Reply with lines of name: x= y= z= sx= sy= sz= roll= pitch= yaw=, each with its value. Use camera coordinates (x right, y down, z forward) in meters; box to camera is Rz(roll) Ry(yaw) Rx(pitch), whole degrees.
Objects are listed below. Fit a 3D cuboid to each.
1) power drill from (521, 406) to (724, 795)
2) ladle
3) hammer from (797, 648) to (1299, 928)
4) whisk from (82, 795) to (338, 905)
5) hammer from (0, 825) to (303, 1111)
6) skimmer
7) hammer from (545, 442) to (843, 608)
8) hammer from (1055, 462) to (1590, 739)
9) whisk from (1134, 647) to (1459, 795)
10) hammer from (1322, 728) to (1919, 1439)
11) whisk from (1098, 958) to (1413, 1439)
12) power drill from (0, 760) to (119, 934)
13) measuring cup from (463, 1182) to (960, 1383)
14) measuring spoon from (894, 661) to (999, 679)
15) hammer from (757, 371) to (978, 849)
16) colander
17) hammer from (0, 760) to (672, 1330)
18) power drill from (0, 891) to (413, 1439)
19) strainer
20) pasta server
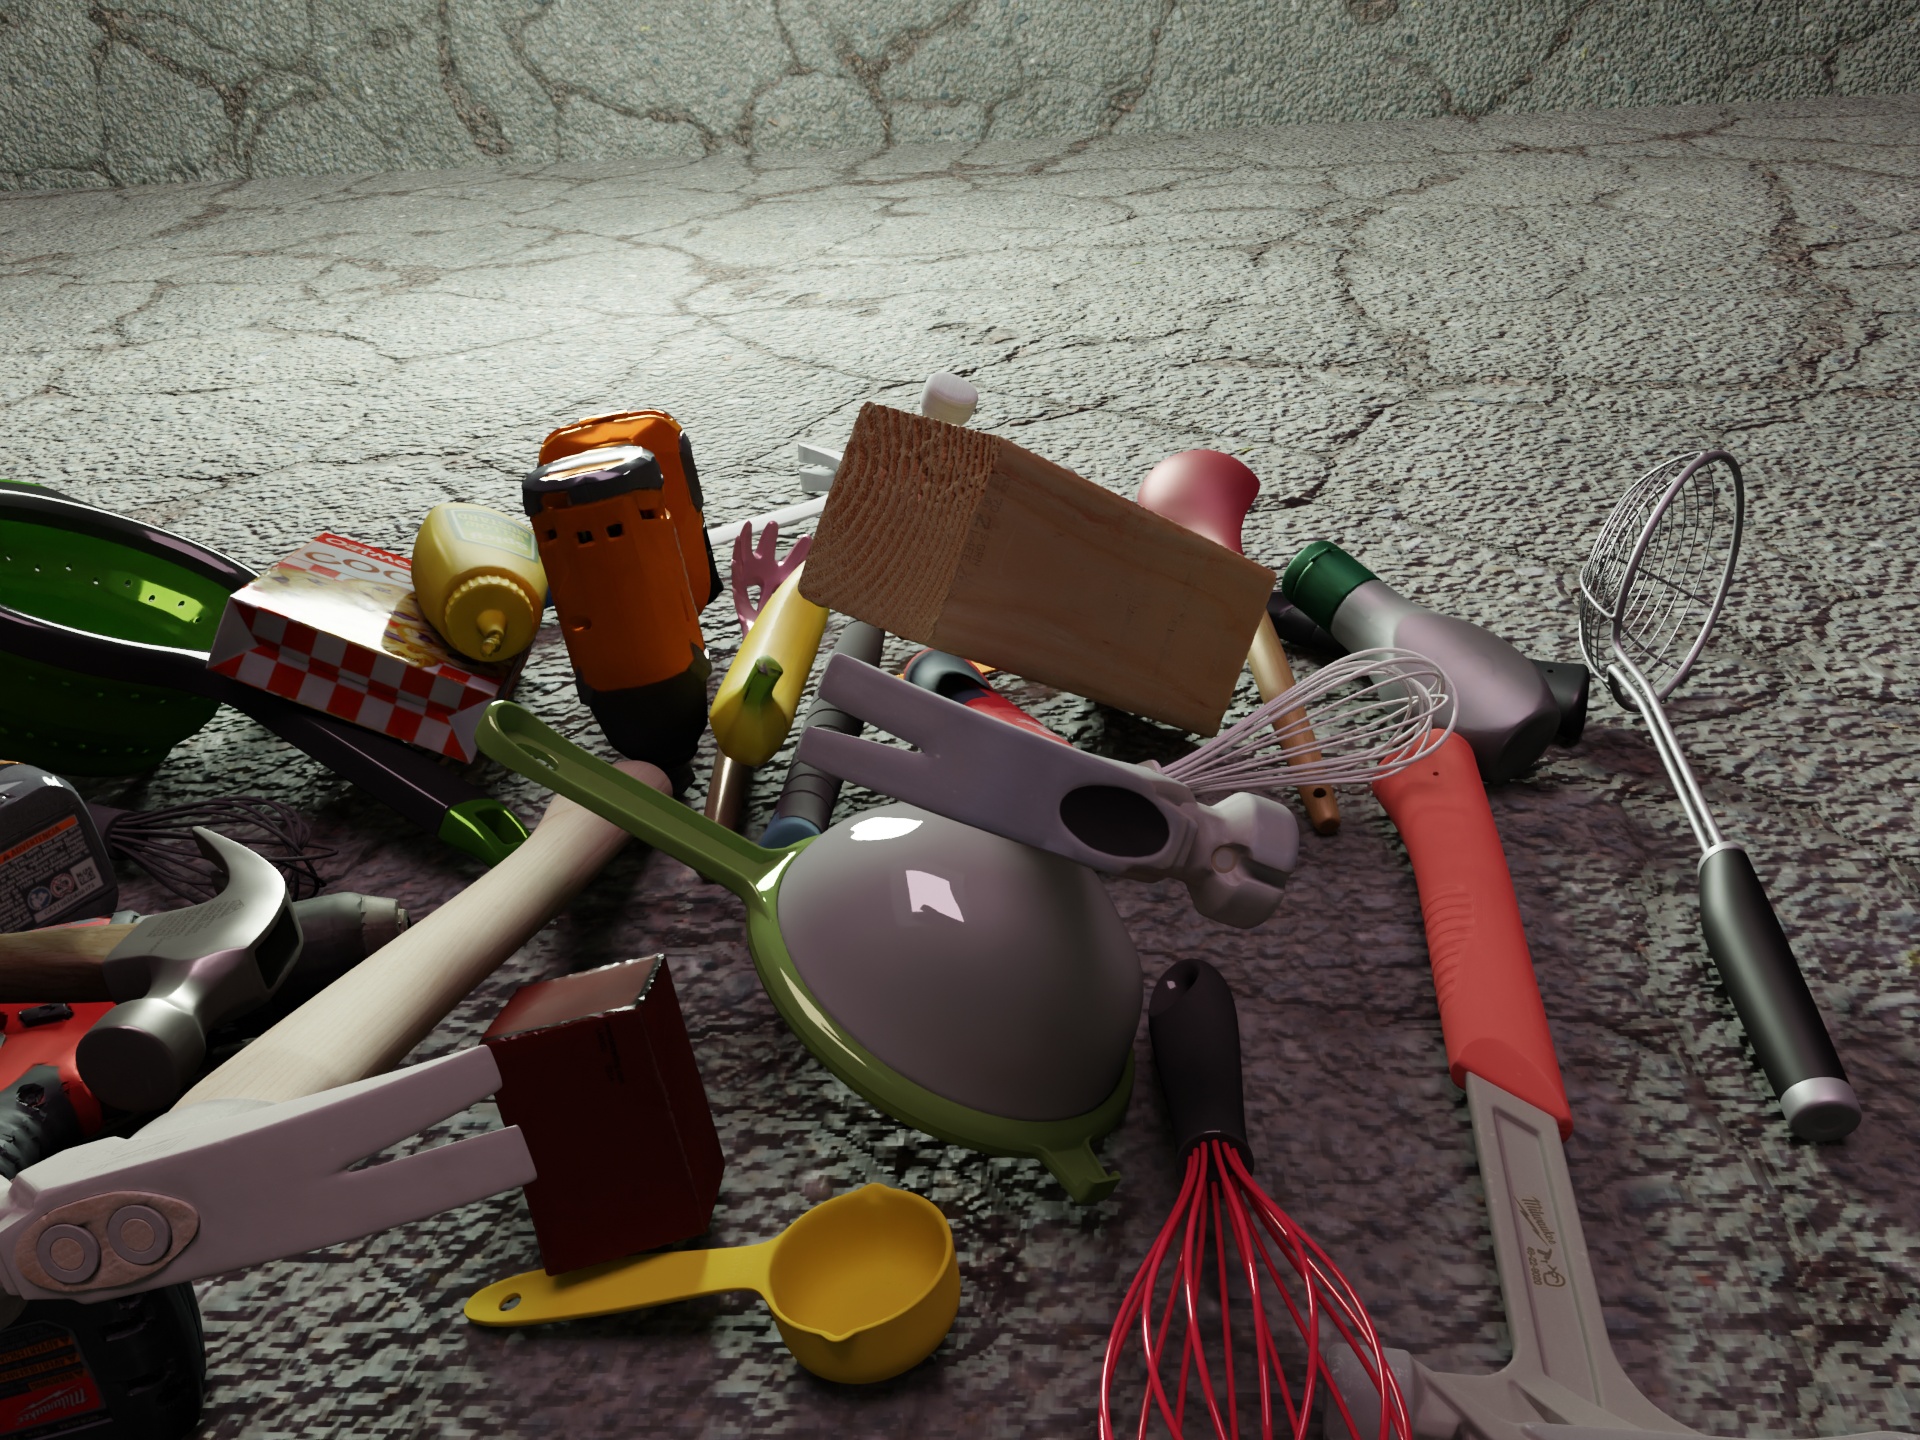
power drill: x=-0.165 y=-0.068 z=0.805 sx=0.084 sy=0.164 sz=0.227 roll=-13 pitch=21 yaw=-6
ladle: x=0.145 y=-0.056 z=0.810 sx=0.069 sy=0.031 sz=0.316 roll=-12 pitch=41 yaw=3
hammer: x=-0.001 y=-0.002 z=0.620 sx=0.143 sy=0.038 sz=0.386 roll=20 pitch=4 yaw=-11
whisk: x=-0.375 y=0.050 z=0.718 sx=0.239 sy=0.055 sz=0.055 roll=6 pitch=30 yaw=27
hammer: x=-0.382 y=0.085 z=0.530 sx=0.331 sy=0.031 sz=0.130 roll=-4 pitch=23 yaw=6
skimmer: x=0.325 y=0.015 z=0.649 sx=0.090 sy=0.127 sz=0.364 roll=-5 pitch=37 yaw=11
hammer: x=-0.210 y=-0.096 z=0.973 sx=0.405 sy=0.035 sz=0.144 roll=-22 pitch=34 yaw=-29
hammer: x=0.150 y=-0.066 z=0.877 sx=0.409 sy=0.036 sz=0.149 roll=23 pitch=40 yaw=40
whisk: x=0.092 y=0.025 z=0.671 sx=0.246 sy=0.057 sz=0.059 roll=-19 pitch=56 yaw=0
hammer: x=0.195 y=0.106 z=0.552 sx=0.149 sy=0.036 sz=0.359 roll=1 pitch=29 yaw=9
whisk: x=0.076 y=0.138 z=0.457 sx=0.073 sy=0.073 sz=0.296 roll=-1 pitch=16 yaw=4
power drill: x=-0.492 y=0.071 z=0.659 sx=0.226 sy=0.084 sz=0.185 roll=9 pitch=31 yaw=30
measuring cup: x=-0.075 y=0.176 z=0.479 sx=0.156 sy=0.029 sz=0.062 roll=-11 pitch=24 yaw=13
measuring spoon: x=-0.011 y=-0.019 z=0.838 sx=0.117 sy=0.011 sz=0.021 roll=-13 pitch=30 yaw=-9
hammer: x=-0.048 y=-0.038 z=0.774 sx=0.033 sy=0.128 sz=0.331 roll=21 pitch=41 yaw=-6
colander: x=-0.371 y=0.002 z=0.766 sx=0.397 sy=0.094 sz=0.204 roll=29 pitch=13 yaw=18
hammer: x=-0.152 y=0.068 z=0.531 sx=0.146 sy=0.038 sz=0.411 roll=-16 pitch=9 yaw=7
power drill: x=-0.280 y=0.133 z=0.525 sx=0.188 sy=0.080 sz=0.227 roll=-11 pitch=26 yaw=-13
strainer: x=-0.038 y=0.044 z=0.536 sx=0.256 sy=0.069 sz=0.152 roll=30 pitch=25 yaw=-7
pasta server: x=-0.107 y=-0.021 z=0.820 sx=0.060 sy=0.040 sz=0.316 roll=22 pitch=28 yaw=-13
